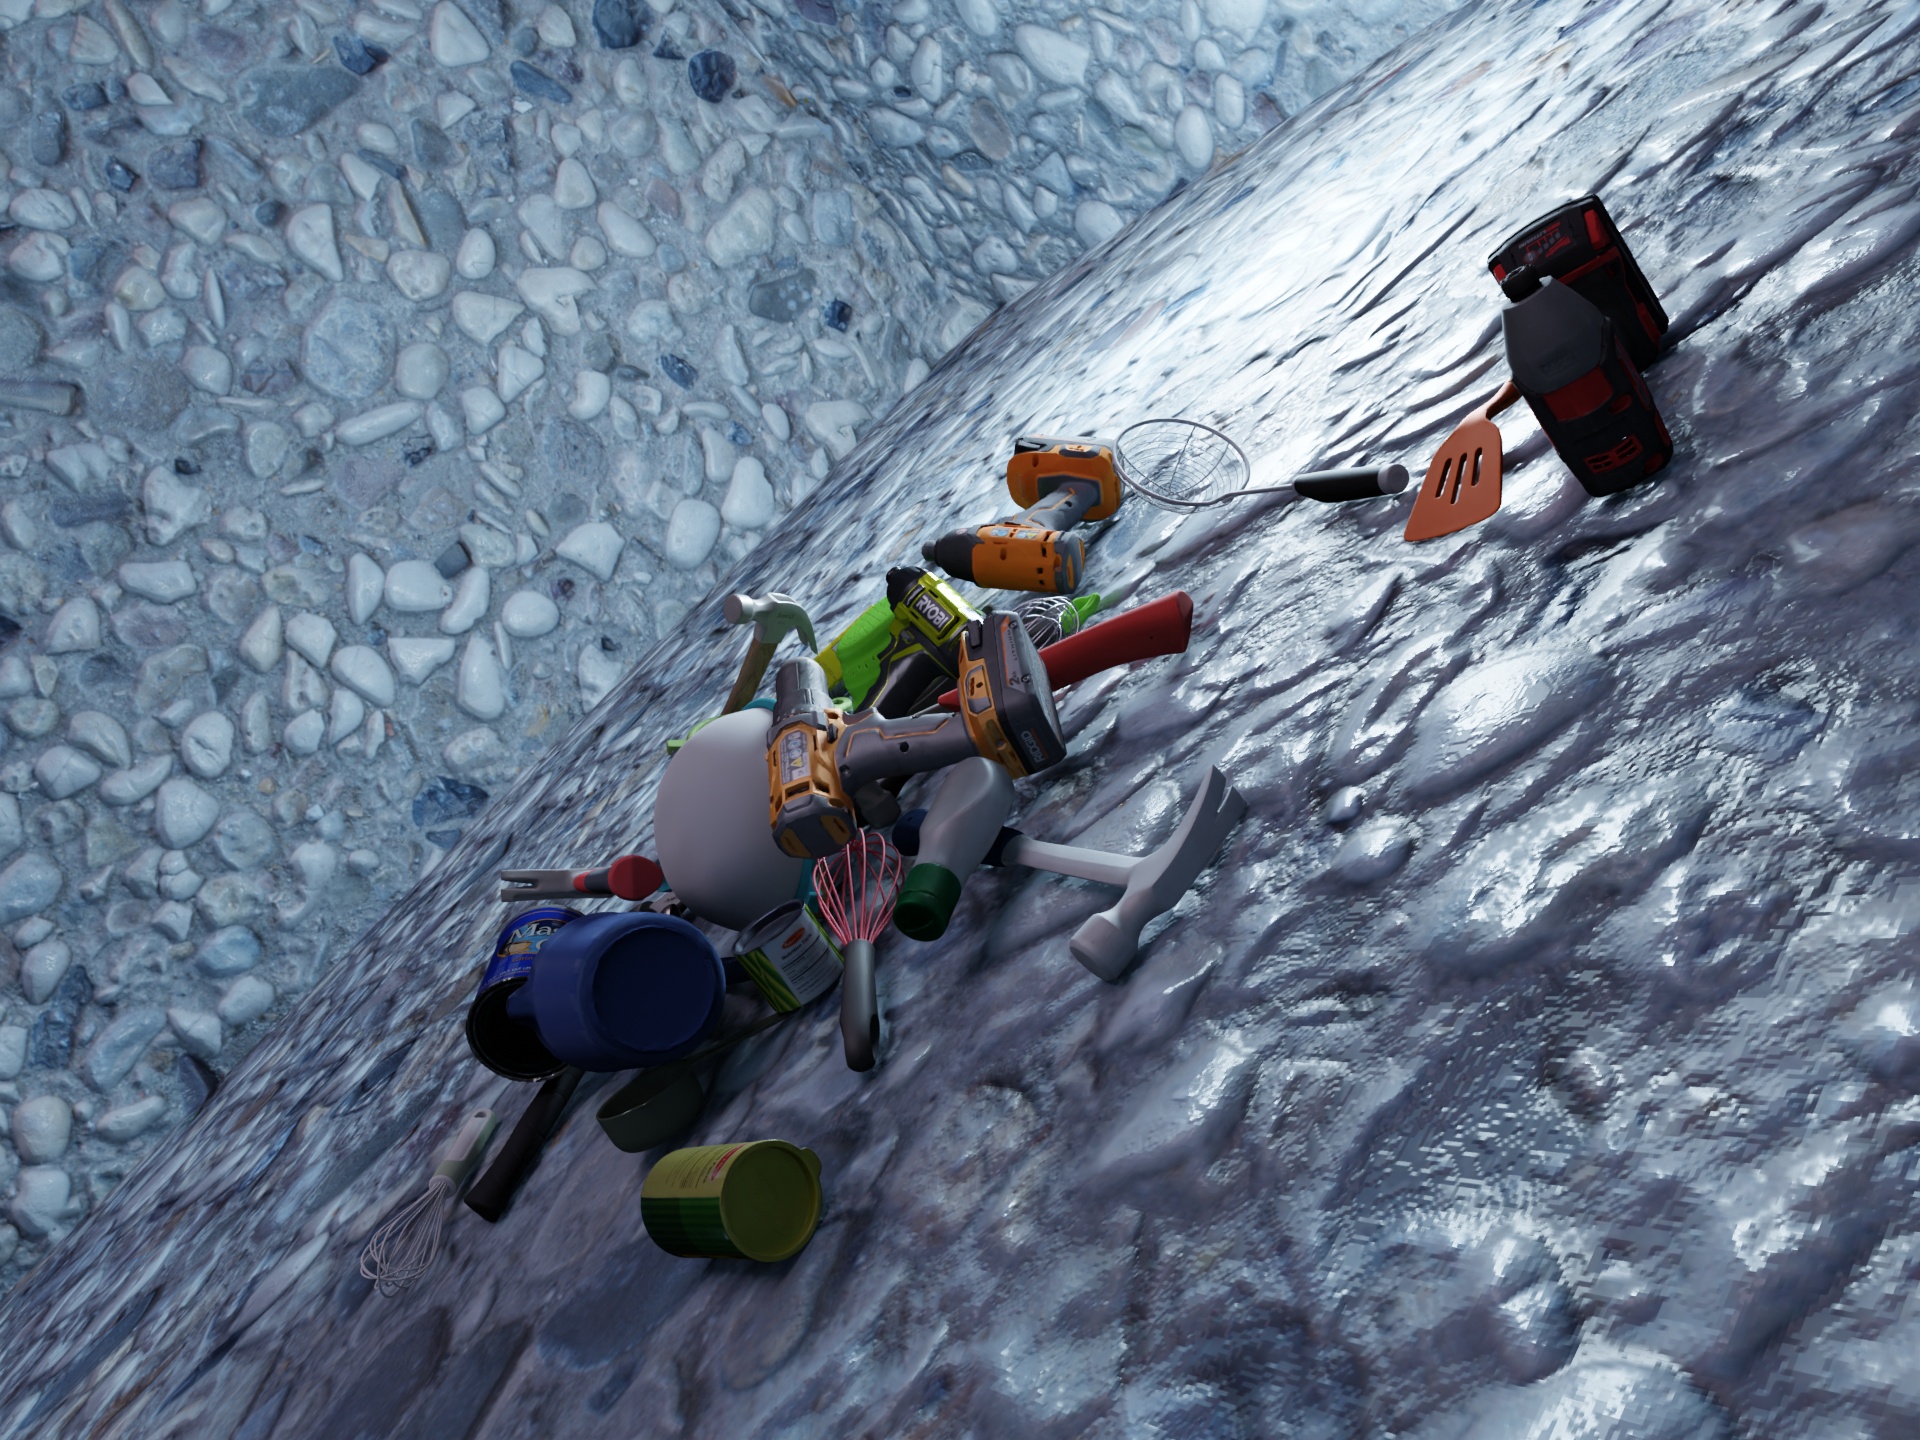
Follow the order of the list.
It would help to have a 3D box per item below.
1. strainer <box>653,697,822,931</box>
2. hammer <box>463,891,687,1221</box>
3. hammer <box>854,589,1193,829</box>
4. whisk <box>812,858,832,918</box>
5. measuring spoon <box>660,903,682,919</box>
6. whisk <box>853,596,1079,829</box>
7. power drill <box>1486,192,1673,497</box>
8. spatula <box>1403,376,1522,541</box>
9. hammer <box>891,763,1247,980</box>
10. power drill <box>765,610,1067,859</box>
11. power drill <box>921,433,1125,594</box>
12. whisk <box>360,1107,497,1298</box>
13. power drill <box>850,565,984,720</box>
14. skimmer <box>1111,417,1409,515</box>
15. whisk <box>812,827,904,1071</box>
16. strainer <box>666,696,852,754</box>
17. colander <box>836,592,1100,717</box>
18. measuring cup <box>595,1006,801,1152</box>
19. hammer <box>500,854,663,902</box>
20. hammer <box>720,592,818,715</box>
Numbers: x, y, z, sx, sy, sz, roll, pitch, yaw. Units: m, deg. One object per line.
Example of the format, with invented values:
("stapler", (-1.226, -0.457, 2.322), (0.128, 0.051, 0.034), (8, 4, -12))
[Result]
("strainer", (-0.235, 0.104, 1.394), (0.095, 0.211, 0.340), (1, -18, -32))
("hammer", (-0.329, 0.284, 1.440), (0.149, 0.036, 0.409), (-29, 21, 34))
("hammer", (0.025, -0.030, 1.290), (0.359, 0.149, 0.037), (-24, 16, 30))
("whisk", (-0.131, 0.118, 1.418), (0.245, 0.051, 0.047), (-114, 38, -69))
("measuring spoon", (-0.269, 0.218, 1.431), (0.018, 0.034, 0.124), (-9, 45, 9))
("whisk", (-0.003, -0.005, 1.407), (0.284, 0.070, 0.070), (-45, 16, 5))
("power drill", (0.379, -0.240, 0.982), (0.078, 0.143, 0.220), (-28, 18, 33))
("spatula", (0.407, -0.239, 1.131), (0.323, 0.041, 0.081), (-46, 17, -30))
("hammer", (0.047, 0.086, 1.085), (0.144, 0.035, 0.405), (-47, 17, -16))
("power drill", (-0.046, -0.006, 1.221), (0.226, 0.084, 0.186), (-21, 45, 10))
("power drill", (0.068, -0.209, 1.622), (0.164, 0.084, 0.227), (7, 39, 21))
("whisk", (-0.453, 0.409, 1.381), (0.058, 0.059, 0.246), (0, 19, 4))
("power drill", (-0.077, -0.037, 1.491), (0.223, 0.080, 0.171), (-48, 44, 3))
("skimmer", (0.248, -0.222, 1.325), (0.127, 0.090, 0.363), (-13, 10, -20))
("whisk", (-0.073, 0.157, 1.143), (0.073, 0.073, 0.296), (-38, 21, 12))
("strainer", (-0.188, 0.036, 1.698), (0.151, 0.069, 0.256), (17, 23, 21))
("colander", (-0.014, -0.089, 1.574), (0.397, 0.094, 0.204), (-19, 27, 53))
("measuring cup", (-0.186, 0.265, 1.175), (0.167, 0.038, 0.083), (-28, 8, -13))
("hammer", (-0.337, 0.146, 1.440), (0.143, 0.038, 0.386), (0, -6, -18))
("hammer", (-0.252, 0.008, 1.738), (0.130, 0.031, 0.331), (-1, -55, -47))
